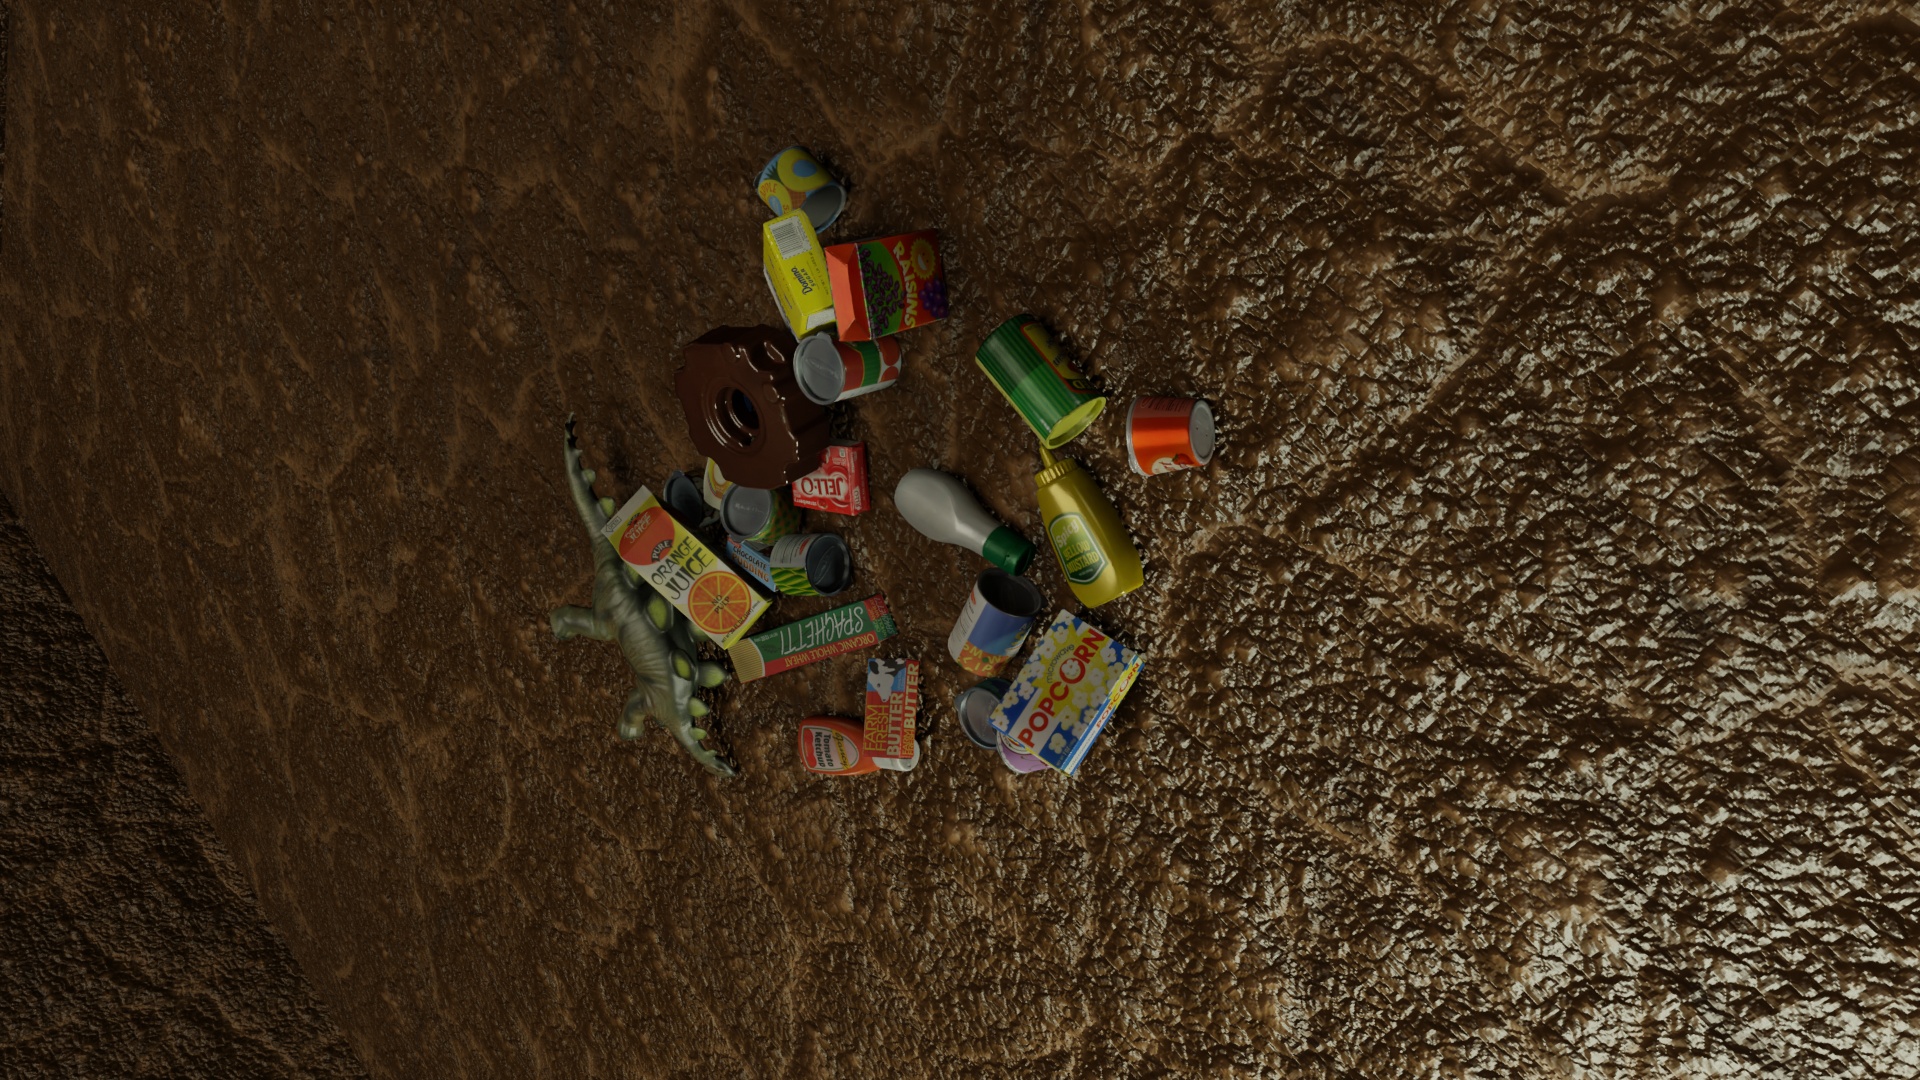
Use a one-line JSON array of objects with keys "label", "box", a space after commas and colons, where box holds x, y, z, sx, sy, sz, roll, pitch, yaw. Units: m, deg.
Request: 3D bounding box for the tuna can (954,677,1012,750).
[{"label": "tuna can", "box": [0.031, 0.169, 1.370, 0.071, 0.033, 0.070, 15, 114, 36]}]

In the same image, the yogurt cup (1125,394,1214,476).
[{"label": "yogurt cup", "box": [0.174, -0.088, 1.140, 0.054, 0.073, 0.072, -2, 104, 32]}]

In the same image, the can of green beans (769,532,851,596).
[{"label": "can of green beans", "box": [-0.157, 0.025, 1.457, 0.058, 0.071, 0.071, -1, 104, 41]}]

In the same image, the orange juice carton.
[{"label": "orange juice carton", "box": [-0.300, 0.028, 1.524, 0.193, 0.073, 0.072, 42, 91, 0]}]

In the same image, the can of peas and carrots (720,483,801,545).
[{"label": "can of peas and carrots", "box": [-0.212, -0.028, 1.474, 0.071, 0.059, 0.071, -5, 79, 27]}]

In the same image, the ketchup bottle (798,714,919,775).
[{"label": "ketchup bottle", "box": [-0.110, 0.224, 1.502, 0.148, 0.044, 0.064, -1, 98, 40]}]

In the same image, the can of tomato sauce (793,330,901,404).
[{"label": "can of tomato sauce", "box": [-0.108, -0.173, 1.334, 0.071, 0.083, 0.071, 15, 114, 36]}]

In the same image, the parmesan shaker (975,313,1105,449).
[{"label": "parmesan shaker", "box": [0.068, -0.139, 1.205, 0.103, 0.071, 0.071, 52, 131, 15]}]

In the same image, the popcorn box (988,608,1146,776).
[{"label": "popcorn box", "box": [0.096, 0.137, 1.253, 0.085, 0.038, 0.127, 31, 84, 29]}]

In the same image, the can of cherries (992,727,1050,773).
[{"label": "can of cherries", "box": [0.074, 0.183, 1.312, 0.058, 0.072, 0.071, -20, 92, 42]}]

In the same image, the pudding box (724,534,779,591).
[{"label": "pudding box", "box": [-0.210, 0.017, 1.511, 0.084, 0.050, 0.030, 33, 125, 28]}]

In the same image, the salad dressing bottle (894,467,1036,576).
[{"label": "salad dressing bottle", "box": [0.005, -0.017, 1.321, 0.148, 0.044, 0.064, 33, 122, 26]}]

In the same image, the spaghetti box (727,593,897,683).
[{"label": "spaghetti box", "box": [-0.167, 0.109, 1.520, 0.249, 0.029, 0.050, -19, 93, 43]}]

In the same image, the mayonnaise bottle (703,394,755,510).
[{"label": "mayonnaise bottle", "box": [-0.247, -0.104, 1.504, 0.065, 0.041, 0.147, 21, 118, 30]}]

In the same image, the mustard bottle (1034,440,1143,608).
[{"label": "mustard bottle", "box": [0.103, -0.021, 1.231, 0.065, 0.049, 0.160, -30, 85, 41]}]

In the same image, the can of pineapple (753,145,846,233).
[{"label": "can of pineapple", "box": [-0.153, -0.332, 1.327, 0.058, 0.071, 0.070, 47, 129, 18]}]

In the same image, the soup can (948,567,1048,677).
[{"label": "soup can", "box": [0.035, 0.079, 1.315, 0.071, 0.071, 0.083, 41, 128, 22]}]

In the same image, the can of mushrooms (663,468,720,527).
[{"label": "can of mushrooms", "box": [-0.303, -0.049, 1.578, 0.071, 0.033, 0.070, 15, 115, 37]}]

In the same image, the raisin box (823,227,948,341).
[{"label": "raisin box", "box": [-0.064, -0.231, 1.248, 0.040, 0.124, 0.086, 0, 106, 34]}]

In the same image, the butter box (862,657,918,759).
[{"label": "butter box", "box": [-0.072, 0.174, 1.437, 0.053, 0.024, 0.103, -5, 77, 37]}]
